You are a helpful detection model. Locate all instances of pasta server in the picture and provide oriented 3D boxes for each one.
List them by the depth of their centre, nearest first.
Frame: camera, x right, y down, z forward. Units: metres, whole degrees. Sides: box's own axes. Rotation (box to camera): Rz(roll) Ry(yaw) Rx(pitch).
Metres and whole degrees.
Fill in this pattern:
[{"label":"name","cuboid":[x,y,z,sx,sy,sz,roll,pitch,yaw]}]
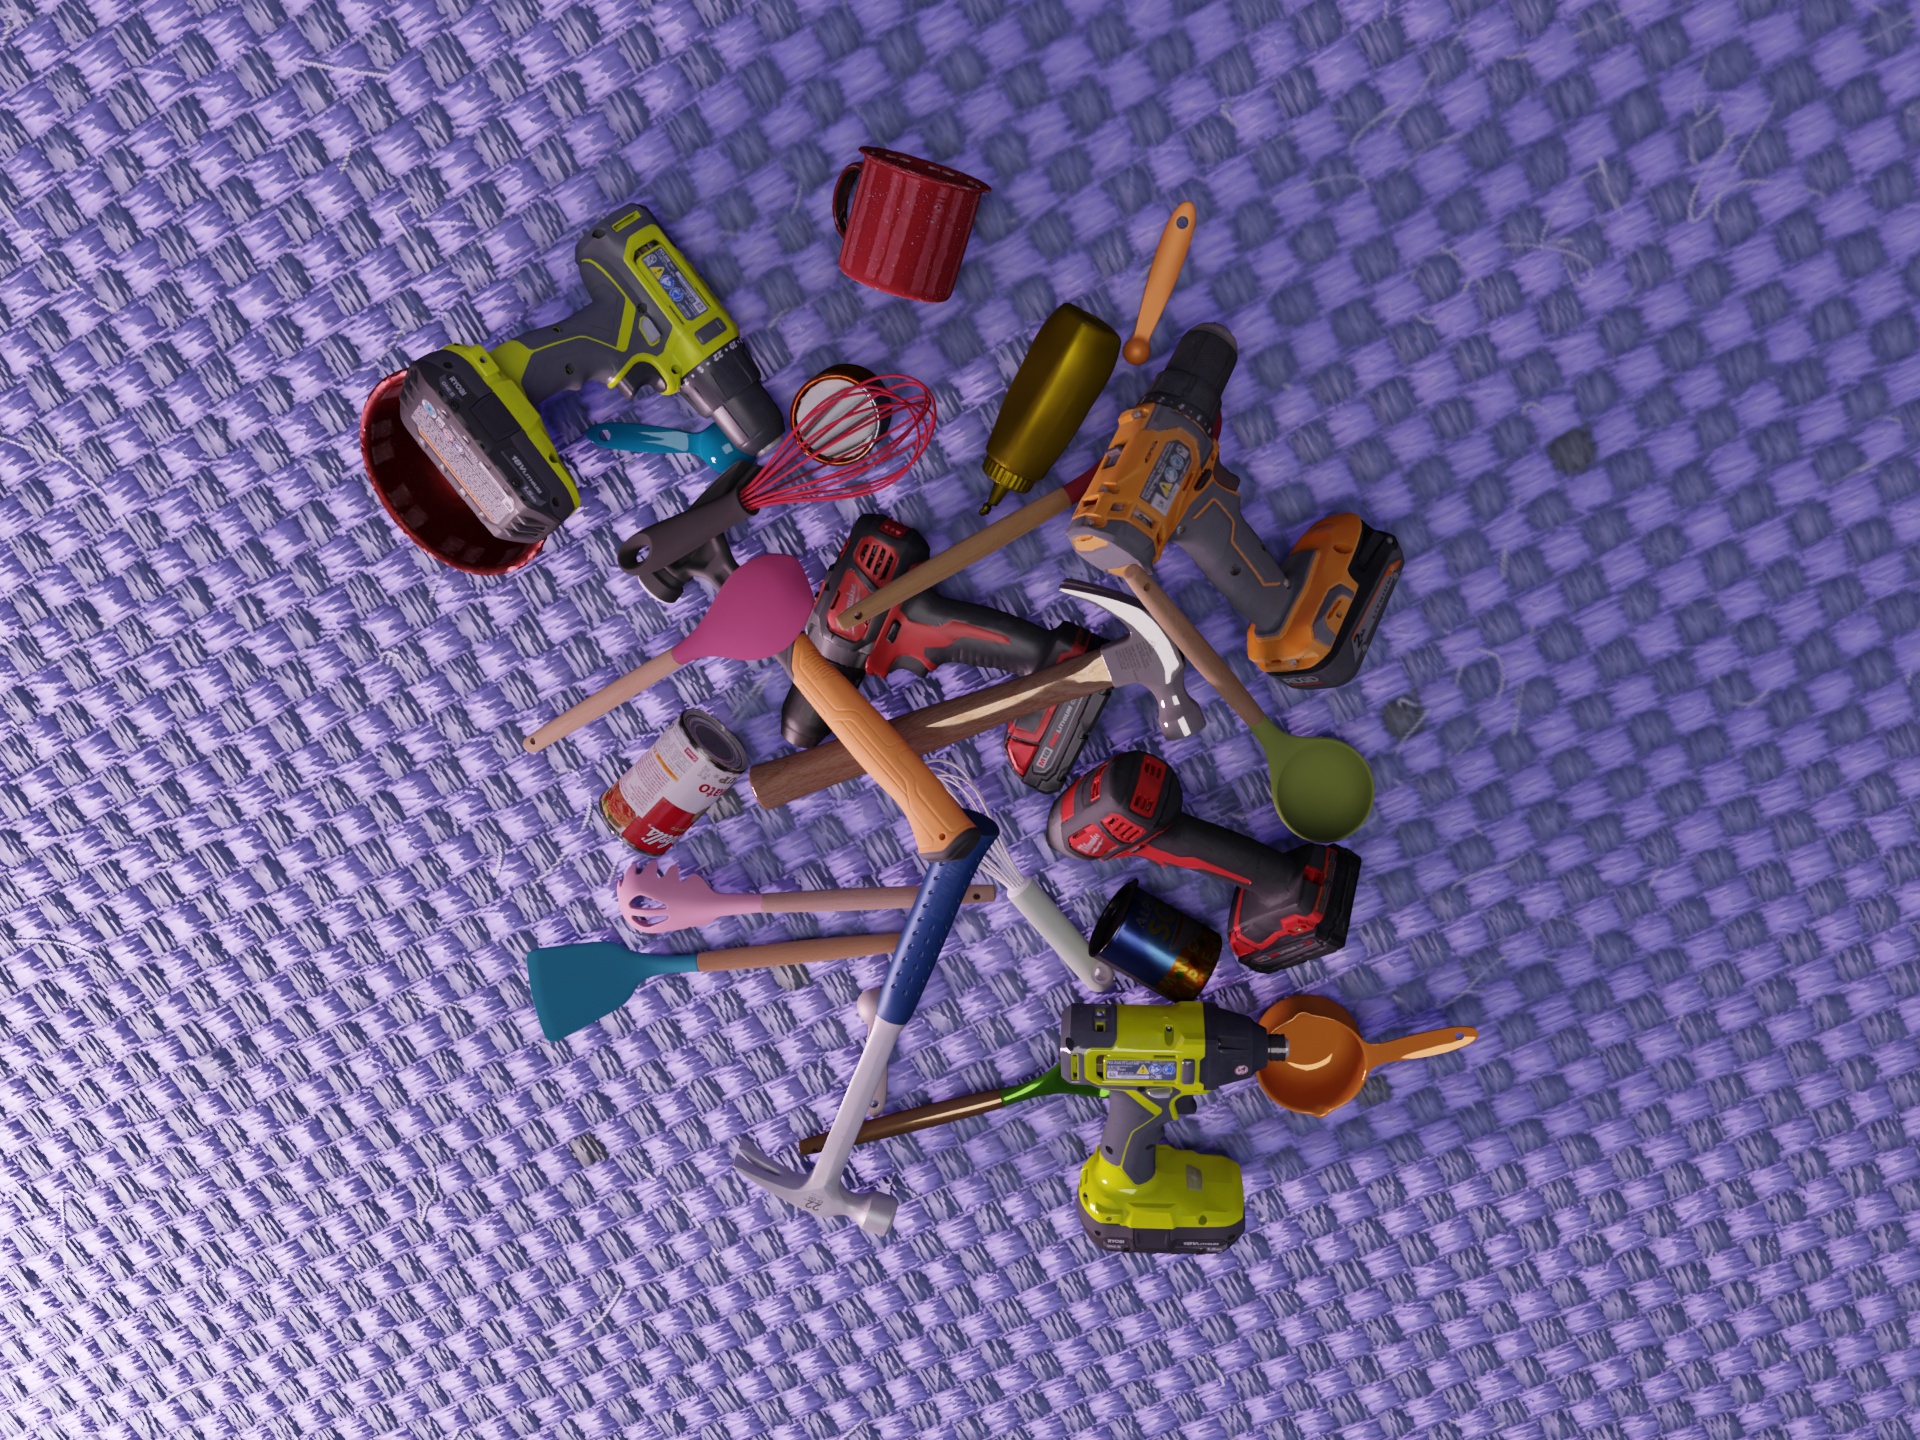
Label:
[{"label":"pasta server","cuboid":[-0.127,0.140,1.258,0.316,0.040,0.060,-4,108,11]}]

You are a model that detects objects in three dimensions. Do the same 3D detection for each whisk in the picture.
[{"label":"whisk","cuboid":[-0.133,-0.161,1.106,0.296,0.073,0.073,-21,106,31]},{"label":"whisk","cuboid":[0.041,0.125,1.249,0.246,0.059,0.058,49,67,-15]}]

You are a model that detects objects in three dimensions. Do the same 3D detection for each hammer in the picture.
[{"label":"hammer","cuboid":[-0.096,-0.035,1.130,0.127,0.034,0.337,-48,69,16]},{"label":"hammer","cuboid":[-0.002,-0.004,1.138,0.331,0.031,0.130,-19,102,15]},{"label":"hammer","cuboid":[-0.063,0.241,1.256,0.144,0.035,0.405,19,116,-4]}]

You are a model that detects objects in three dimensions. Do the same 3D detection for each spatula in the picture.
[{"label":"spatula","cuboid":[-0.189,0.200,1.294,0.317,0.044,0.082,-7,104,6]}]

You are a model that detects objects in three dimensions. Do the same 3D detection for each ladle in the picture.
[{"label":"ladle","cuboid":[0.202,-0.010,1.109,0.078,0.062,0.319,-50,132,-3]},{"label":"ladle","cuboid":[0.051,-0.146,1.114,0.315,0.031,0.069,-30,109,-4]}]

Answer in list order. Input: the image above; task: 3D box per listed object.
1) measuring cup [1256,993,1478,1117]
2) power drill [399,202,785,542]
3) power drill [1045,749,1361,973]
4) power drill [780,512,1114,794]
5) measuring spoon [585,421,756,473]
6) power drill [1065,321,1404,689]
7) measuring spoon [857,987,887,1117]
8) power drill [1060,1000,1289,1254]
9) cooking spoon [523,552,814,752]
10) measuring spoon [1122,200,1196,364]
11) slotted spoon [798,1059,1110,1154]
[{"label":"measuring cup","cuboid":[0.318,0.253,1.263,0.173,0.052,0.095,-12,107,7]},{"label":"power drill","cuboid":[-0.241,-0.222,1.085,0.190,0.228,0.080,53,149,-12]},{"label":"power drill","cuboid":[0.170,0.103,1.173,0.219,0.079,0.143,27,151,-14]},{"label":"power drill","cuboid":[-0.014,-0.028,1.187,0.226,0.080,0.188,26,109,-1]},{"label":"measuring spoon","cuboid":[-0.215,-0.204,1.172,0.128,0.021,0.042,6,109,2]},{"label":"power drill","cuboid":[0.197,-0.146,1.092,0.226,0.084,0.185,32,75,-22]},{"label":"measuring spoon","cuboid":[-0.071,0.280,1.322,0.034,0.018,0.124,4,110,3]},{"label":"power drill","cuboid":[0.167,0.317,1.254,0.171,0.080,0.223,0,123,6]},{"label":"cooking spoon","cuboid":[-0.224,-0.038,1.175,0.319,0.017,0.069,-26,83,34]},{"label":"measuring spoon","cuboid":[0.140,-0.305,1.113,0.021,0.011,0.117,19,109,-1]},{"label":"slotted spoon","cuboid":[0.011,0.318,1.321,0.314,0.031,0.070,-17,123,12]}]
